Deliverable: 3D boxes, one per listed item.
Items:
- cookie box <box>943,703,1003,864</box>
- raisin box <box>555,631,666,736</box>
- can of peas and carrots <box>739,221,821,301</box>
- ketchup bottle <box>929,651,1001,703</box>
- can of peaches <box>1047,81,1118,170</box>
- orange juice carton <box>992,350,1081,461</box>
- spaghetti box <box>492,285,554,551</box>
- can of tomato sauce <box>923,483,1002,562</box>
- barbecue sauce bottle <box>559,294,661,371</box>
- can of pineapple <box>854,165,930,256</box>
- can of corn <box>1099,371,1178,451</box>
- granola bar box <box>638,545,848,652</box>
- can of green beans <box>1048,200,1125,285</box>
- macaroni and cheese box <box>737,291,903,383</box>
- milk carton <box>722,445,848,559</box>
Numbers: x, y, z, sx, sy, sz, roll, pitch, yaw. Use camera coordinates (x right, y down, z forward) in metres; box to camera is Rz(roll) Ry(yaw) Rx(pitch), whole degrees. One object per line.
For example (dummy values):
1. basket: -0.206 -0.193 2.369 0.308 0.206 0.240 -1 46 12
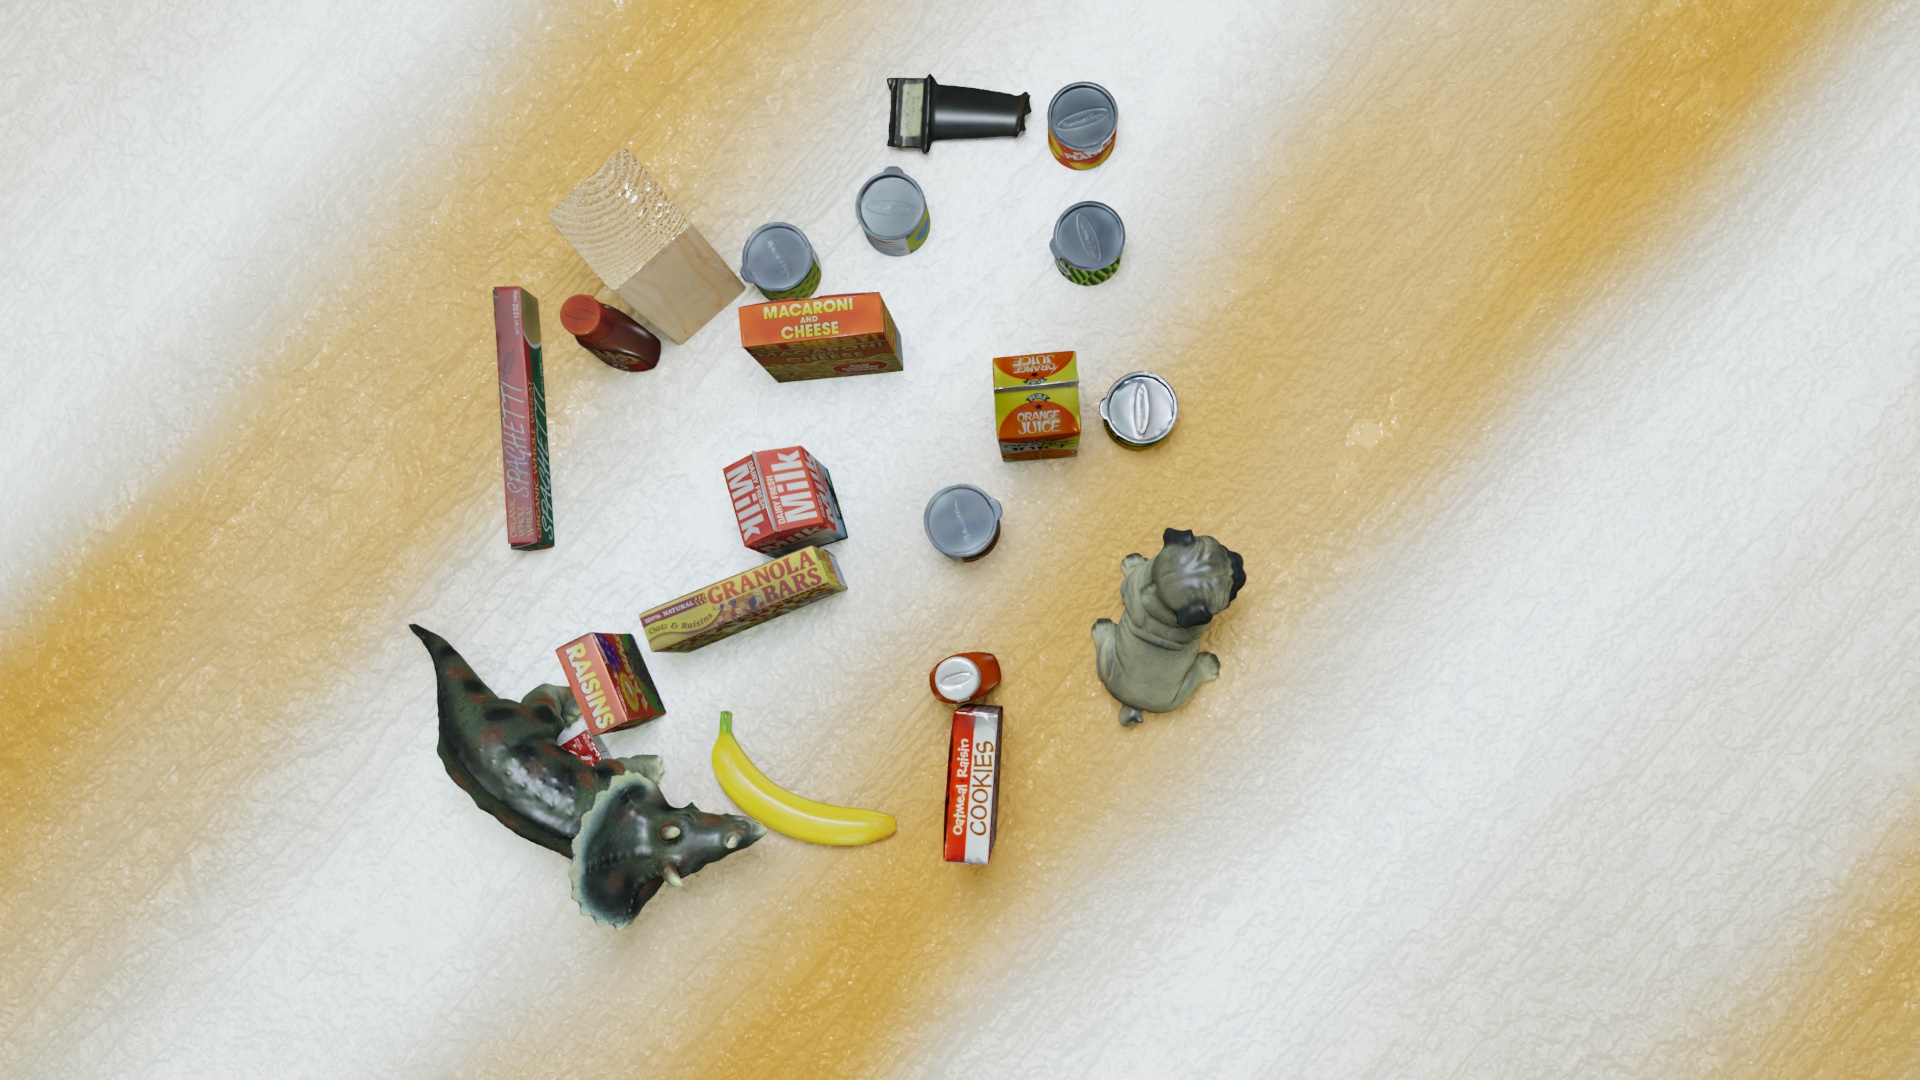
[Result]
1. cookie box: 0.012 0.206 1.205 0.040 0.167 0.123 3 85 4
2. raisin box: -0.313 0.128 1.253 0.040 0.123 0.086 -24 84 1
3. can of peas and carrots: -0.170 -0.259 1.313 0.071 0.058 0.071 0 85 3
4. ketchup bottle: 0.002 0.121 1.222 0.065 0.148 0.043 -16 85 2
5. can of peaches: 0.115 -0.387 1.308 0.071 0.058 0.071 0 85 3
6. orange juice carton: 0.067 -0.119 1.219 0.072 0.192 0.073 -4 85 3
7. spaghetti box: -0.415 -0.115 1.318 0.029 0.050 0.250 -6 84 3
8. can of tomato sauce: 0.005 -0.016 1.268 0.071 0.083 0.071 0 85 3
9. barbecue sauce bottle: -0.324 -0.190 1.270 0.065 0.148 0.043 10 86 4
10. can of pineapple: -0.062 -0.309 1.311 0.071 0.058 0.071 0 85 3
11. can of corn: 0.162 -0.118 1.280 0.071 0.058 0.071 0 85 3
12. granola bar box: -0.192 0.054 1.252 0.165 0.124 0.039 -22 84 1
13. can of green beans: 0.120 -0.277 1.298 0.071 0.058 0.071 0 85 3
14. macaroni and cheese box: -0.122 -0.181 1.248 0.124 0.166 0.040 -6 85 3
15. milk carton: -0.155 -0.033 1.225 0.073 0.190 0.072 -17 85 2
